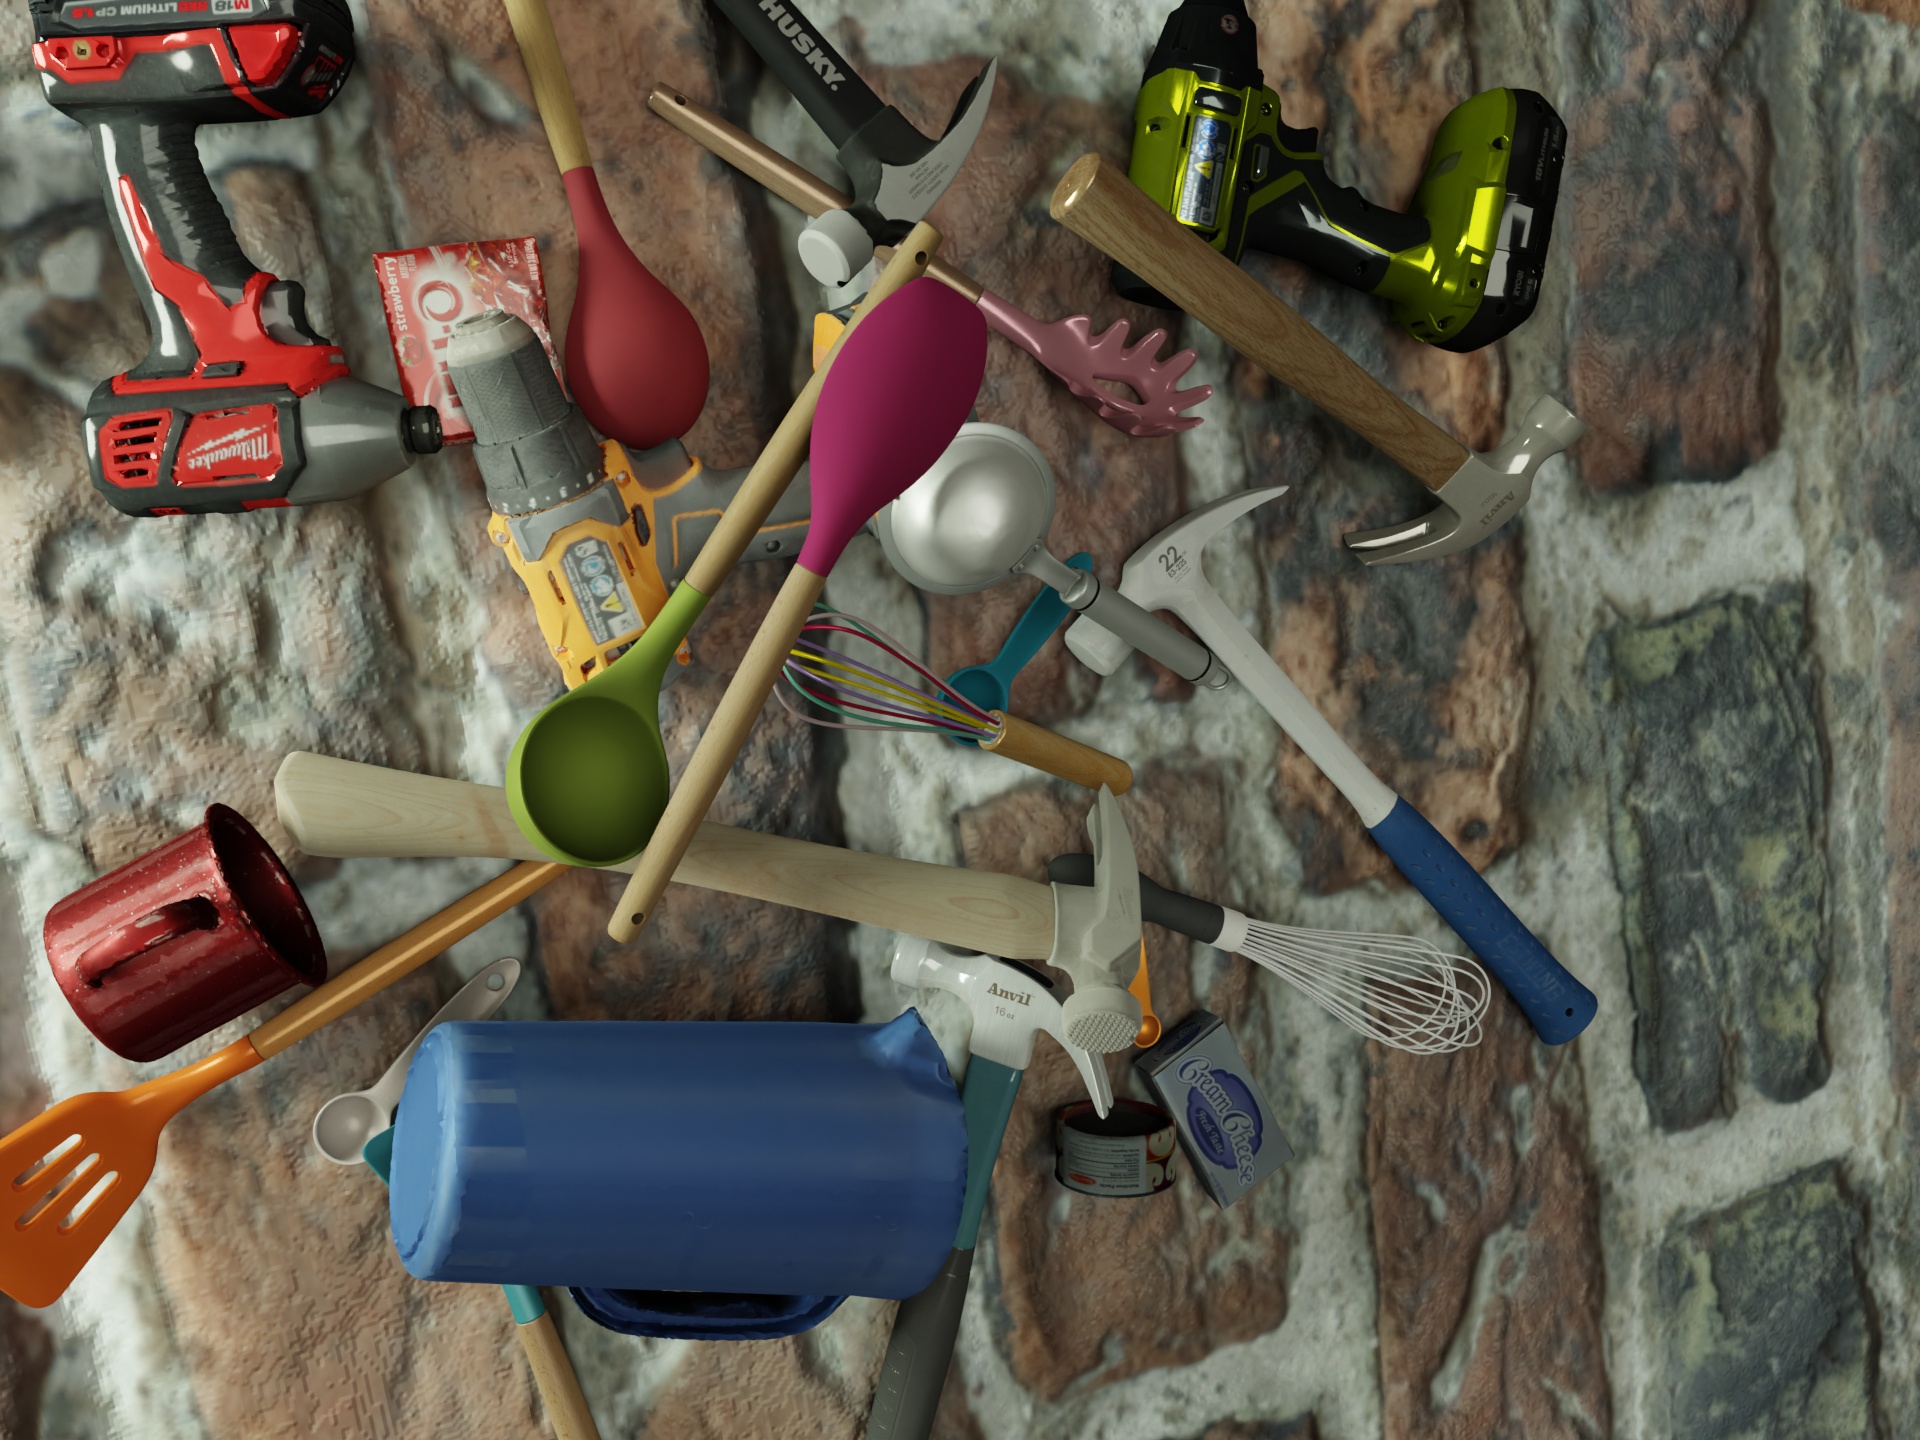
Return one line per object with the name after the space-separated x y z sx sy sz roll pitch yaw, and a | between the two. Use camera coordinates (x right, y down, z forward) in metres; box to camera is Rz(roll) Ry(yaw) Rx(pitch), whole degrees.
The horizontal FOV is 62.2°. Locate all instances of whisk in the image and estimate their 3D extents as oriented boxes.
0.176 0.125 0.886 0.284 0.070 0.070 21 89 -17 | whisk
-0.002 -0.003 0.797 0.244 0.047 0.051 21 53 -38 | whisk

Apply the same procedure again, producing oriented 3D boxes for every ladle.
-0.096 -0.075 0.693 0.078 0.062 0.320 29 99 -38 | ladle
-0.186 -0.283 0.743 0.069 0.031 0.315 -19 99 -19 | ladle

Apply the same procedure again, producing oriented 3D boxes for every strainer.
0.054 -0.067 0.770 0.258 0.050 0.087 28 109 -38 | strainer

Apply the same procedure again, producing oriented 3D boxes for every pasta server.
-0.011 -0.230 0.800 0.316 0.040 0.060 29 61 -17 | pasta server

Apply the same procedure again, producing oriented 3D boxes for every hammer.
0.178 -0.183 0.821 0.331 0.031 0.130 27 115 -29 | hammer
0.239 0.040 0.911 0.405 0.035 0.144 45 81 -17 | hammer
-0.122 -0.370 0.740 0.334 0.035 0.146 47 65 -12 | hammer
-0.010 0.284 0.837 0.128 0.033 0.331 16 96 13 | hammer
-0.111 0.060 0.768 0.410 0.146 0.038 11 136 -9 | hammer

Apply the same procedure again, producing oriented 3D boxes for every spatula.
-0.203 0.322 0.787 0.082 0.044 0.317 -23 104 -26 | spatula
-0.302 0.142 0.738 0.322 0.041 0.081 -33 121 -14 | spatula

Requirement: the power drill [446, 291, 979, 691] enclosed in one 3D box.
-0.110 -0.128 0.739 0.226 0.084 0.185 -25 119 -12 | power drill

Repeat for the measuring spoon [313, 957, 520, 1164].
-0.261 0.161 0.771 0.124 0.018 0.034 -47 107 -16 | measuring spoon

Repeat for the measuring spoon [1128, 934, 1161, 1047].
0.092 0.126 0.886 0.021 0.011 0.117 -15 96 -22 | measuring spoon

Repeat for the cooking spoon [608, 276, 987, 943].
-0.076 -0.042 0.690 0.068 0.017 0.319 24 98 -34 | cooking spoon

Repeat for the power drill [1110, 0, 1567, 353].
0.199 -0.291 0.845 0.223 0.080 0.171 9 94 -16 | power drill

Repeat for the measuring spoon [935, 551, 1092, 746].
0.028 -0.041 0.846 0.042 0.021 0.129 47 71 -29 | measuring spoon

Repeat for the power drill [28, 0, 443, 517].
-0.303 -0.200 0.675 0.143 0.078 0.219 -4 100 -3 | power drill
